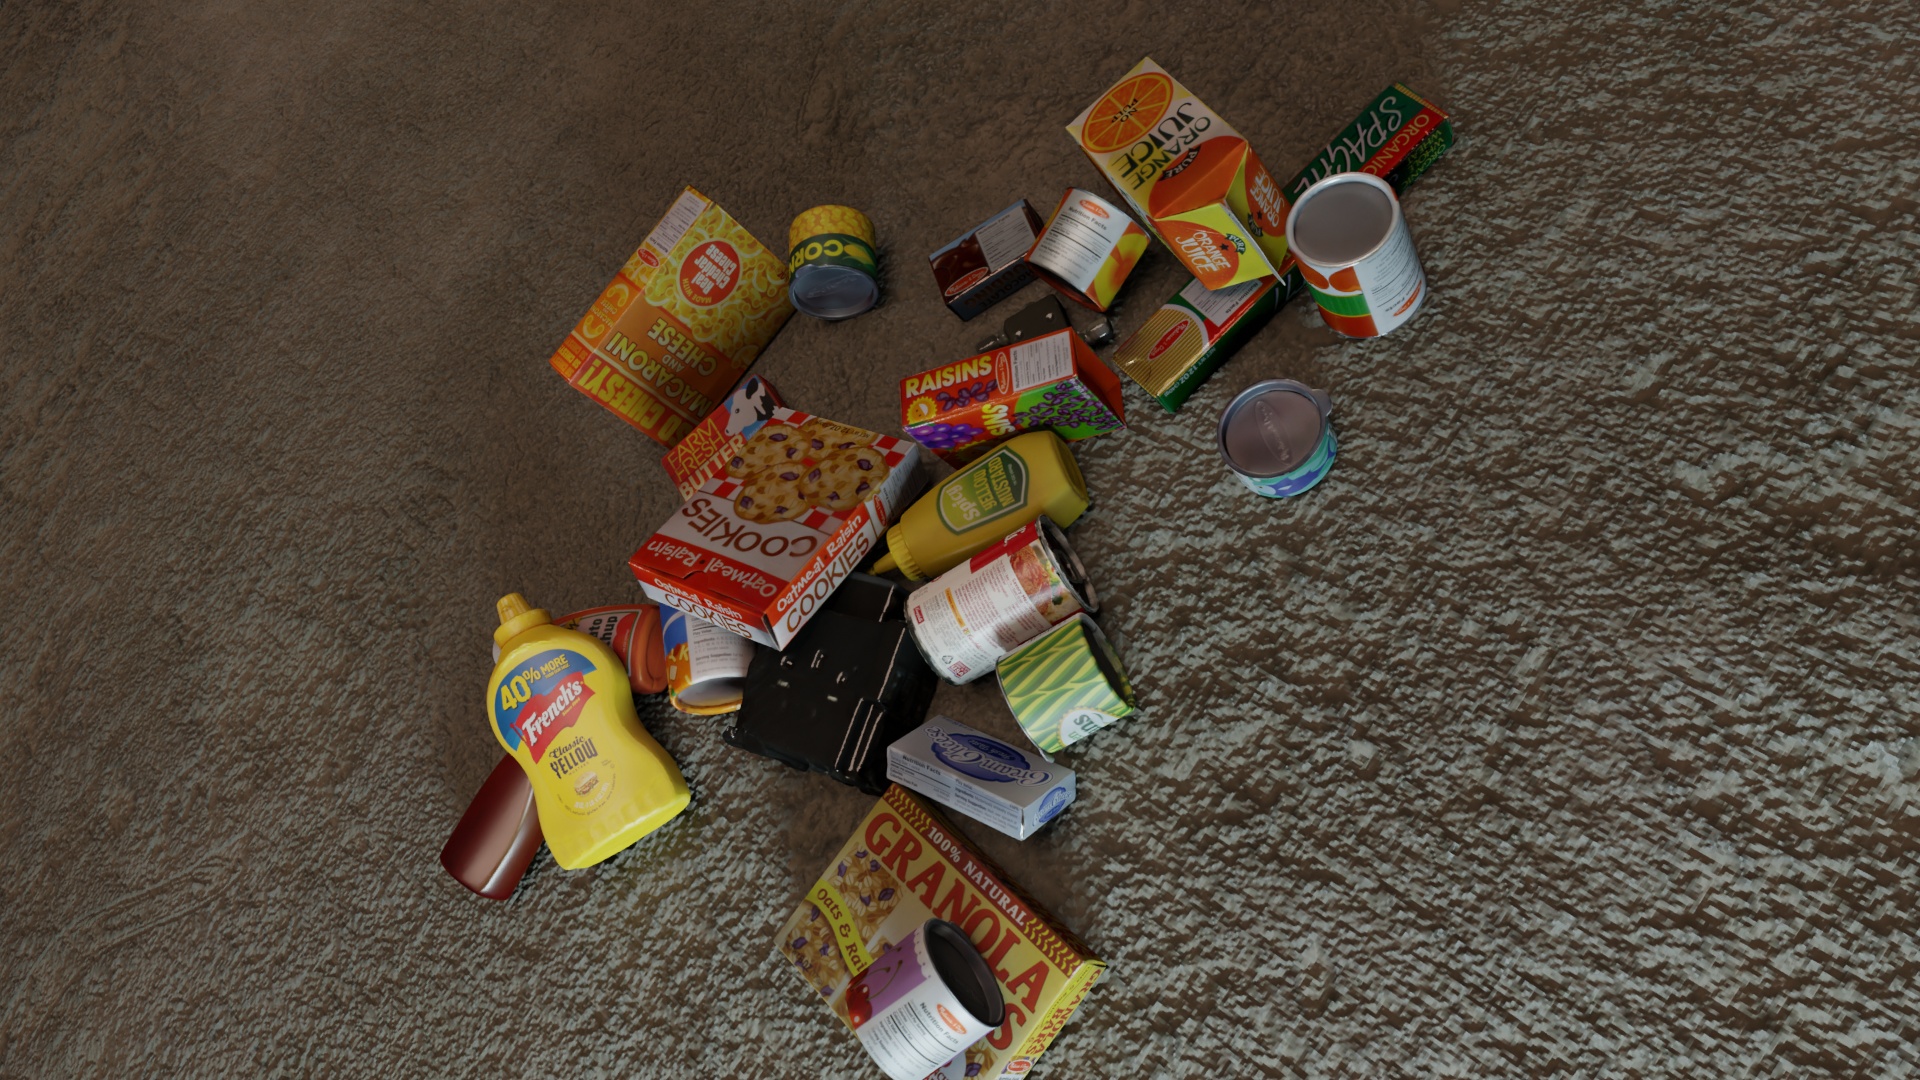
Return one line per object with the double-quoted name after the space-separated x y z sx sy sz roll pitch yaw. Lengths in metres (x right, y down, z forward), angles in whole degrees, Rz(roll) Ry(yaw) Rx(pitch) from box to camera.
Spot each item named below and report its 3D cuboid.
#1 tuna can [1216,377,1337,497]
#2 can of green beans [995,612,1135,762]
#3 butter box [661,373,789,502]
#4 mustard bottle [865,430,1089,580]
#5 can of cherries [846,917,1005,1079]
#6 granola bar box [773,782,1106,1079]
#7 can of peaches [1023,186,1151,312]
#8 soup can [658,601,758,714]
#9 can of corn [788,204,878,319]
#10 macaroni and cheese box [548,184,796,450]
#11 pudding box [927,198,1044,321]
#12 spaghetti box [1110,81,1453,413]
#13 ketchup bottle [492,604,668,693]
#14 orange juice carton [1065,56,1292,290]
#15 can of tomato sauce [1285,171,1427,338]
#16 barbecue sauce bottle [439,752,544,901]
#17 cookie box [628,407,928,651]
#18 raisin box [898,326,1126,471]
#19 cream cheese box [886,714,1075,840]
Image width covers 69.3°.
0.192 -0.062 0.831 0.071 0.032 0.071 -12 64 24 "tuna can"
0.062 0.084 0.817 0.057 0.071 0.071 -30 57 14 "can of green beans"
-0.174 -0.072 1.044 0.103 0.024 0.053 -41 56 7 "butter box"
0.003 -0.011 0.903 0.160 0.048 0.065 -29 56 15 "mustard bottle"
-0.019 0.245 0.743 0.058 0.071 0.072 -40 55 10 "can of cherries"
-0.015 0.240 0.806 0.166 0.039 0.124 37 89 36 "granola bar box"
0.085 -0.193 0.930 0.071 0.071 0.058 34 93 35 "can of peaches"
-0.171 0.070 0.955 0.071 0.071 0.084 -24 60 18 "soup can"
-0.096 -0.208 1.034 0.071 0.071 0.058 -16 61 23 "can of corn"
-0.208 -0.162 1.043 0.166 0.123 0.040 -51 52 0 "macaroni and cheese box"
0.023 -0.200 0.989 0.083 0.030 0.050 -29 58 15 "pudding box"
0.204 -0.185 0.882 0.250 0.028 0.050 -44 55 5 "spaghetti box"
-0.277 0.080 1.021 0.148 0.043 0.065 -3 70 29 "ketchup bottle"
0.145 -0.226 0.880 0.073 0.071 0.193 -39 41 11 "orange juice carton"
0.234 -0.169 0.826 0.071 0.083 0.071 -11 64 24 "can of tomato sauce"
-0.311 0.178 0.996 0.065 0.043 0.148 24 81 37 "barbecue sauce bottle"
-0.120 -0.014 0.926 0.123 0.040 0.168 17 52 32 "cookie box"
0.034 -0.088 0.898 0.123 0.086 0.040 -14 68 23 "raisin box"
0.011 0.140 0.828 0.104 0.053 0.024 18 119 34 "cream cheese box"
